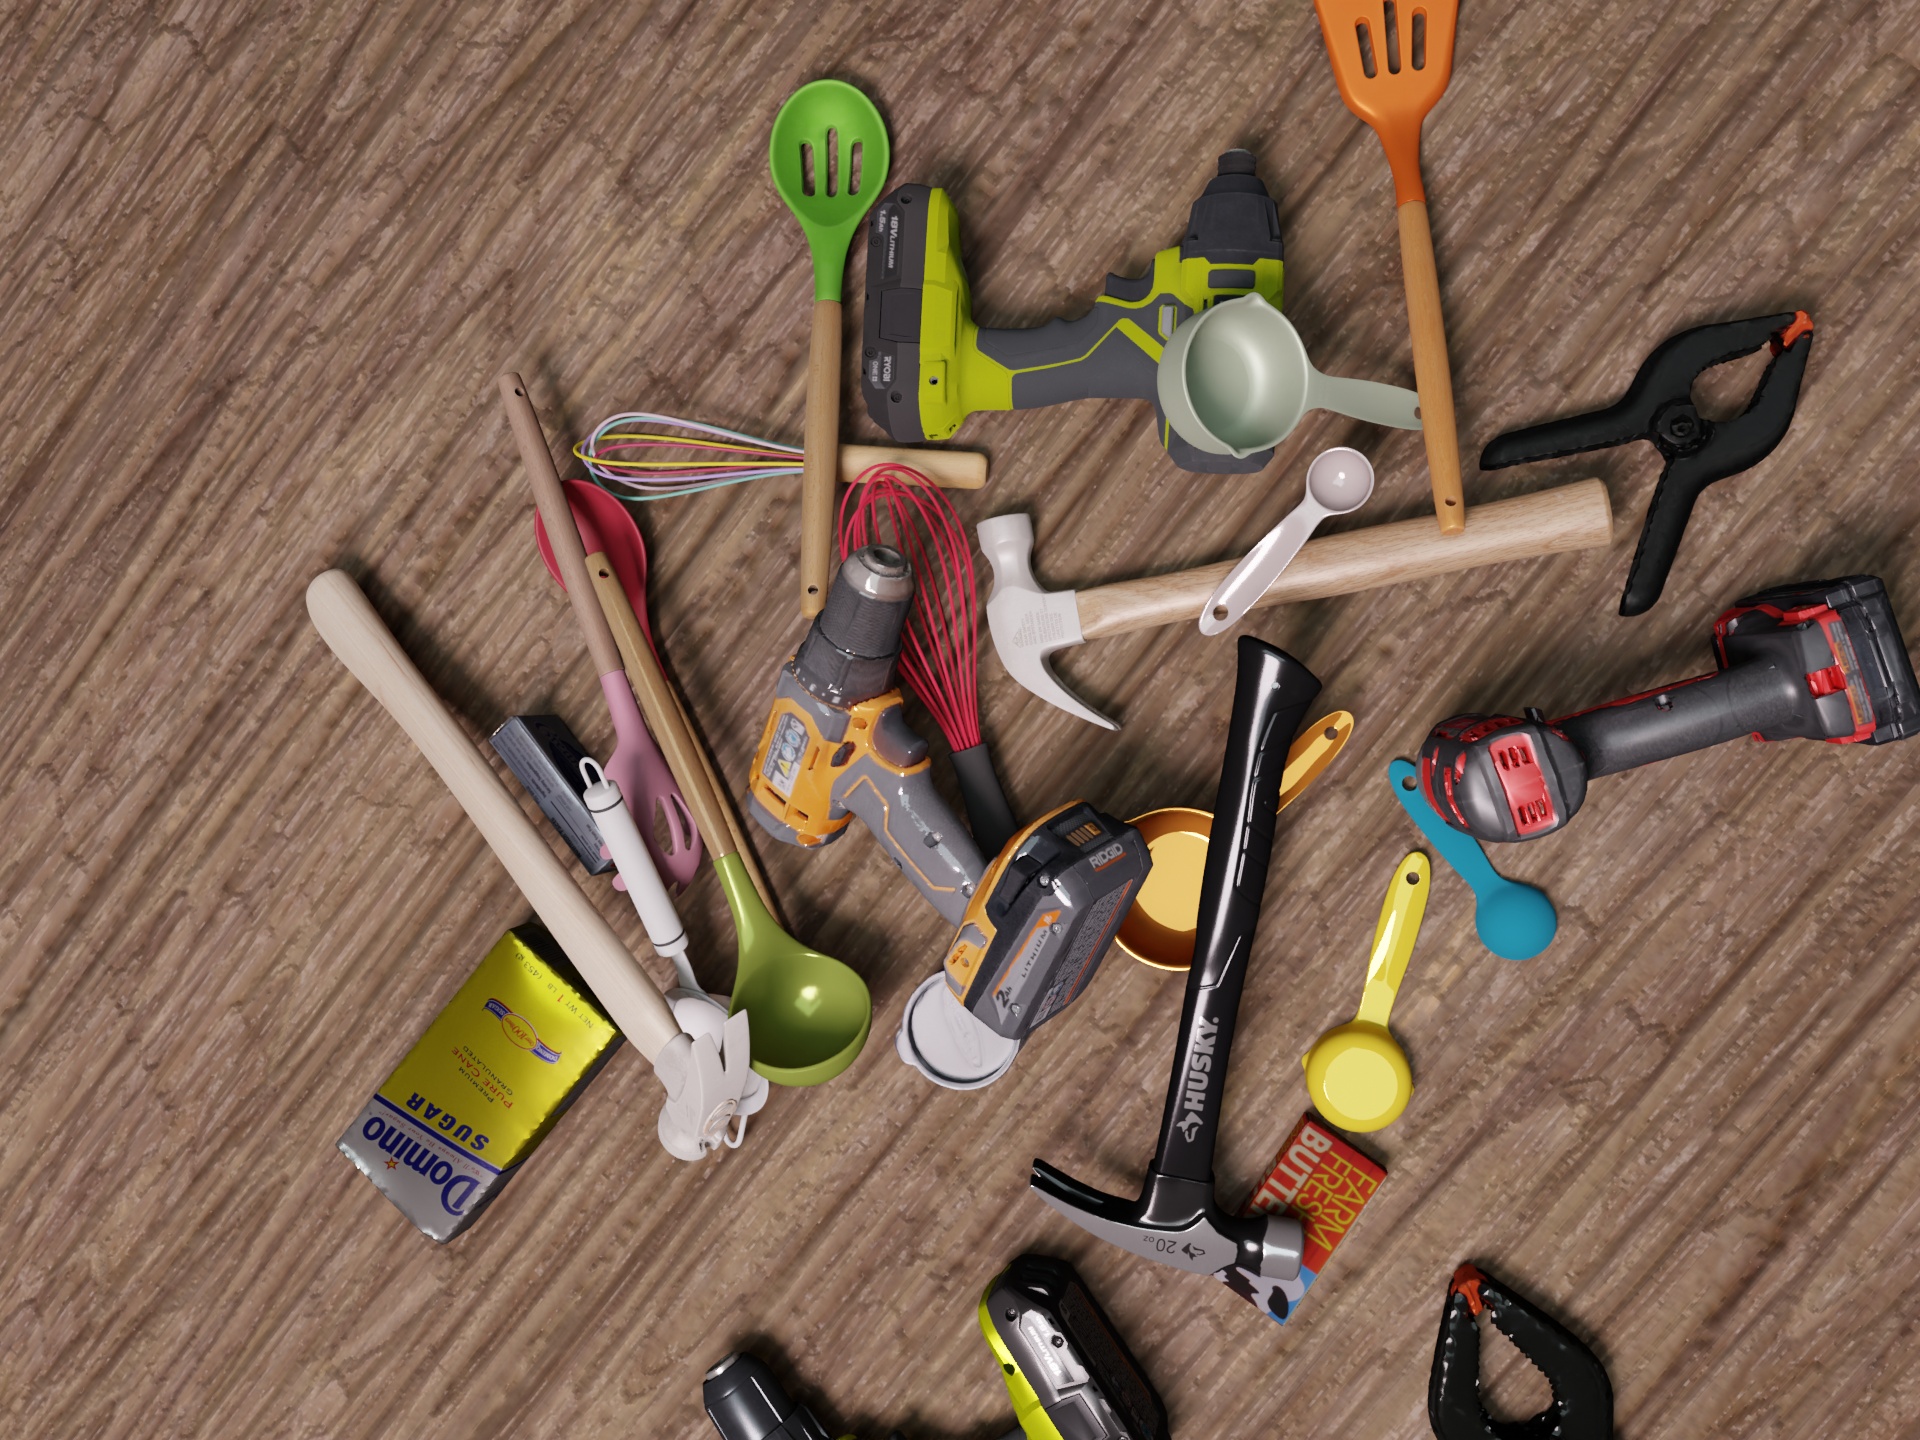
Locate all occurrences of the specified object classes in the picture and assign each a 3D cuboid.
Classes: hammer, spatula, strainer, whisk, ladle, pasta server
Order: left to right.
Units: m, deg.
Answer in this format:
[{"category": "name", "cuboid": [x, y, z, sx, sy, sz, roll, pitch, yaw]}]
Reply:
[{"category": "hammer", "cuboid": [-0.253, 0.057, 0.893, 0.038, 0.146, 0.411, -30, 68, -31]}, {"category": "pasta server", "cuboid": [-0.212, -0.049, 0.911, 0.040, 0.060, 0.316, -26, 83, 45]}, {"category": "ladle", "cuboid": [-0.167, 0.002, 0.938, 0.069, 0.031, 0.315, -27, 87, 26]}, {"category": "strainer", "cuboid": [-0.156, 0.128, 0.886, 0.087, 0.050, 0.258, 5, 125, 38]}, {"category": "ladle", "cuboid": [-0.137, 0.048, 0.869, 0.078, 0.062, 0.320, -22, 83, -19]}, {"category": "whisk", "cuboid": [-0.106, -0.149, 0.921, 0.245, 0.047, 0.051, 5, 89, 7]}, {"category": "whisk", "cuboid": [-0.001, -0.003, 0.894, 0.073, 0.073, 0.296, -18, 92, 10]}, {"category": "hammer", "cuboid": [0.129, 0.122, 0.823, 0.146, 0.035, 0.334, 9, 99, 5]}, {"category": "hammer", "cuboid": [0.176, -0.076, 0.859, 0.331, 0.031, 0.130, -10, 89, 16]}, {"category": "spatula", "cuboid": [0.241, -0.254, 0.840, 0.081, 0.041, 0.323, -5, 76, 10]}]

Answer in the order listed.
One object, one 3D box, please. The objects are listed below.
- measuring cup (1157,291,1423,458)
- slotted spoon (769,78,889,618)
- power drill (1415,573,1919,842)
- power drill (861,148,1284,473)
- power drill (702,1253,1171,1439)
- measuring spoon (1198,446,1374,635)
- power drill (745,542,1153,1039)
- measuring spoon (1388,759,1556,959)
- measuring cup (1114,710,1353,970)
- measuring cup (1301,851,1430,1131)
[{"category": "measuring cup", "cuboid": [0.176, -0.169, 0.827, 0.167, 0.038, 0.083, 5, 91, -27]}, {"category": "slotted spoon", "cuboid": [-0.078, -0.211, 0.901, 0.070, 0.031, 0.314, 1, 80, 2]}, {"category": "power drill", "cuboid": [0.338, 0.001, 0.792, 0.219, 0.143, 0.078, -19, 90, 3]}, {"category": "power drill", "cuboid": [0.064, -0.227, 0.875, 0.223, 0.080, 0.171, 3, 91, 7]}, {"category": "power drill", "cuboid": [-0.019, 0.398, 0.881, 0.228, 0.080, 0.190, -36, 84, 11]}, {"category": "measuring spoon", "cuboid": [0.170, -0.092, 0.839, 0.034, 0.018, 0.124, 45, 109, 11]}, {"category": "power drill", "cuboid": [-0.010, 0.032, 0.831, 0.226, 0.084, 0.185, 40, 128, 23]}, {"category": "measuring spoon", "cuboid": [0.273, 0.074, 0.856, 0.042, 0.021, 0.128, -37, 84, 8]}, {"category": "measuring cup", "cuboid": [0.149, 0.060, 0.866, 0.095, 0.052, 0.173, 44, 95, 8]}, {"category": "measuring cup", "cuboid": [0.228, 0.147, 0.859, 0.062, 0.029, 0.156, 15, 94, 10]}]
